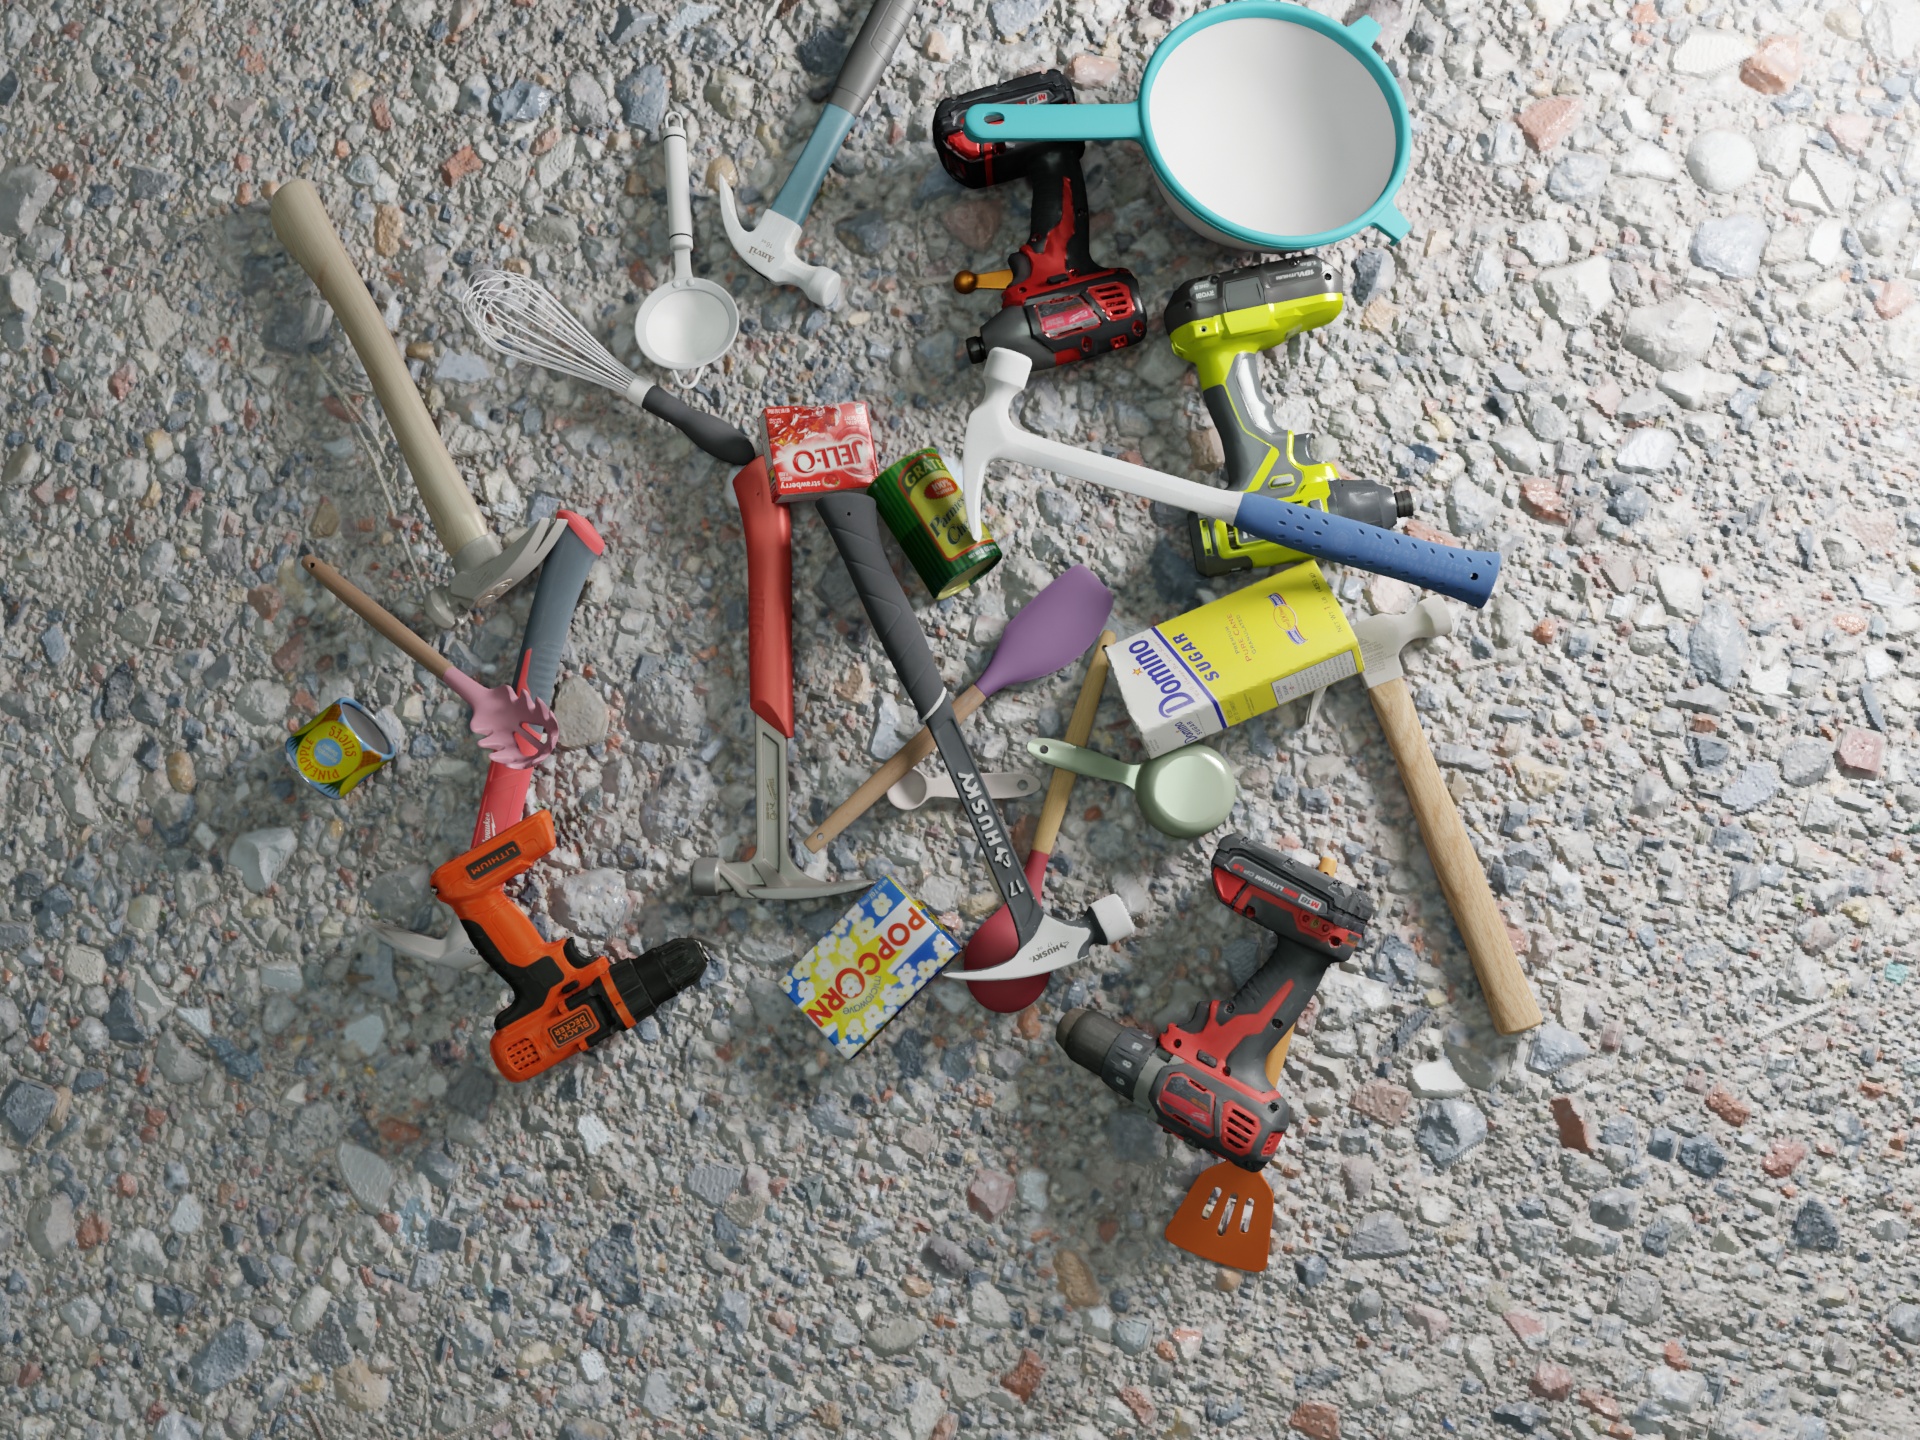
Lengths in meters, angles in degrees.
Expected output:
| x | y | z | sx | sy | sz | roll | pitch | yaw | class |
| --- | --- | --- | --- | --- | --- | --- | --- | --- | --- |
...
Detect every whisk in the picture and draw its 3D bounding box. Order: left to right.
| x | y | z | sx | sy | sz | roll | pitch | yaw | class |
| --- | --- | --- | --- | --- | --- | --- | --- | --- | --- |
| -0.291 | -0.290 | 1.318 | 0.284 | 0.070 | 0.070 | 31 | 91 | 4 | whisk |

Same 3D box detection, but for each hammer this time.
| x | y | z | sx | sy | sz | roll | pitch | yaw | class |
| --- | --- | --- | --- | --- | --- | --- | --- | --- | --- |
| -0.470 | -0.287 | 1.335 | 0.146 | 0.038 | 0.411 | -33 | 79 | 24 | hammer |
| -0.380 | 0.013 | 1.317 | 0.143 | 0.038 | 0.386 | 13 | 88 | 10 | hammer |
| -0.144 | -0.035 | 1.288 | 0.149 | 0.036 | 0.359 | -1 | 86 | 8 | hammer |
| -0.091 | -0.516 | 1.317 | 0.128 | 0.033 | 0.331 | 27 | 90 | 8 | hammer |
| -0.017 | 0.009 | 1.231 | 0.149 | 0.036 | 0.409 | -24 | 85 | -4 | hammer |
| 0.195 | -0.155 | 1.188 | 0.405 | 0.035 | 0.144 | 17 | 95 | 7 | hammer |
| 0.363 | 0.079 | 1.213 | 0.130 | 0.031 | 0.331 | -20 | 84 | 6 | hammer |

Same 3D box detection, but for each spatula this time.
| x | y | z | sx | sy | sz | roll | pitch | yaw | class |
| --- | --- | --- | --- | --- | --- | --- | --- | --- | --- |
| -0.002 | -0.004 | 1.259 | 0.316 | 0.018 | 0.060 | -42 | 84 | -5 | spatula |
| 0.239 | 0.261 | 1.223 | 0.081 | 0.041 | 0.323 | 16 | 84 | 9 | spatula |

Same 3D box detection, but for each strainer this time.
| x | y | z | sx | sy | sz | roll | pitch | yaw | class |
| --- | --- | --- | --- | --- | --- | --- | --- | --- | --- |
| -0.230 | -0.388 | 1.324 | 0.087 | 0.050 | 0.258 | -5 | 80 | 1 | strainer |
| 0.168 | -0.436 | 1.222 | 0.340 | 0.095 | 0.211 | -2 | 76 | -6 | strainer |

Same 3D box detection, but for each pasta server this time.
| x | y | z | sx | sy | sz | roll | pitch | yaw | class |
| --- | --- | --- | --- | --- | --- | --- | --- | --- | --- |
| -0.440 | -0.055 | 1.303 | 0.316 | 0.040 | 0.060 | 35 | 81 | 20 | pasta server |

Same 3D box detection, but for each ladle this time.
| x | y | z | sx | sy | sz | roll | pitch | yaw | class |
| --- | --- | --- | --- | --- | --- | --- | --- | --- | --- |
| 0.072 | 0.079 | 1.257 | 0.069 | 0.031 | 0.315 | 17 | 87 | 4 | ladle |

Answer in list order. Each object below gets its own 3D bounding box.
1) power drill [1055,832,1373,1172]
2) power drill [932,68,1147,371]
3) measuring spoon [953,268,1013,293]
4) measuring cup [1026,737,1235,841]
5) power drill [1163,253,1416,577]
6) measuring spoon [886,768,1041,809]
| x | y | z | sx | sy | sz | roll | pitch | yaw | class |
| --- | --- | --- | --- | --- | --- | --- | --- | --- | --- |
| 0.189 | 0.200 | 1.199 | 0.188 | 0.080 | 0.227 | 25 | 91 | 27 | power drill |
| 0.053 | -0.386 | 1.260 | 0.143 | 0.078 | 0.220 | -15 | 84 | 2 | power drill |
| 0.052 | -0.362 | 1.296 | 0.117 | 0.011 | 0.021 | -2 | 86 | 8 | measuring spoon |
| 0.133 | 0.041 | 1.231 | 0.167 | 0.038 | 0.083 | 16 | 86 | -2 | measuring cup |
| 0.250 | -0.234 | 1.231 | 0.171 | 0.080 | 0.223 | -10 | 89 | 8 | power drill |
| 0.003 | 0.053 | 1.276 | 0.124 | 0.018 | 0.034 | -2 | 86 | 1 | measuring spoon |
